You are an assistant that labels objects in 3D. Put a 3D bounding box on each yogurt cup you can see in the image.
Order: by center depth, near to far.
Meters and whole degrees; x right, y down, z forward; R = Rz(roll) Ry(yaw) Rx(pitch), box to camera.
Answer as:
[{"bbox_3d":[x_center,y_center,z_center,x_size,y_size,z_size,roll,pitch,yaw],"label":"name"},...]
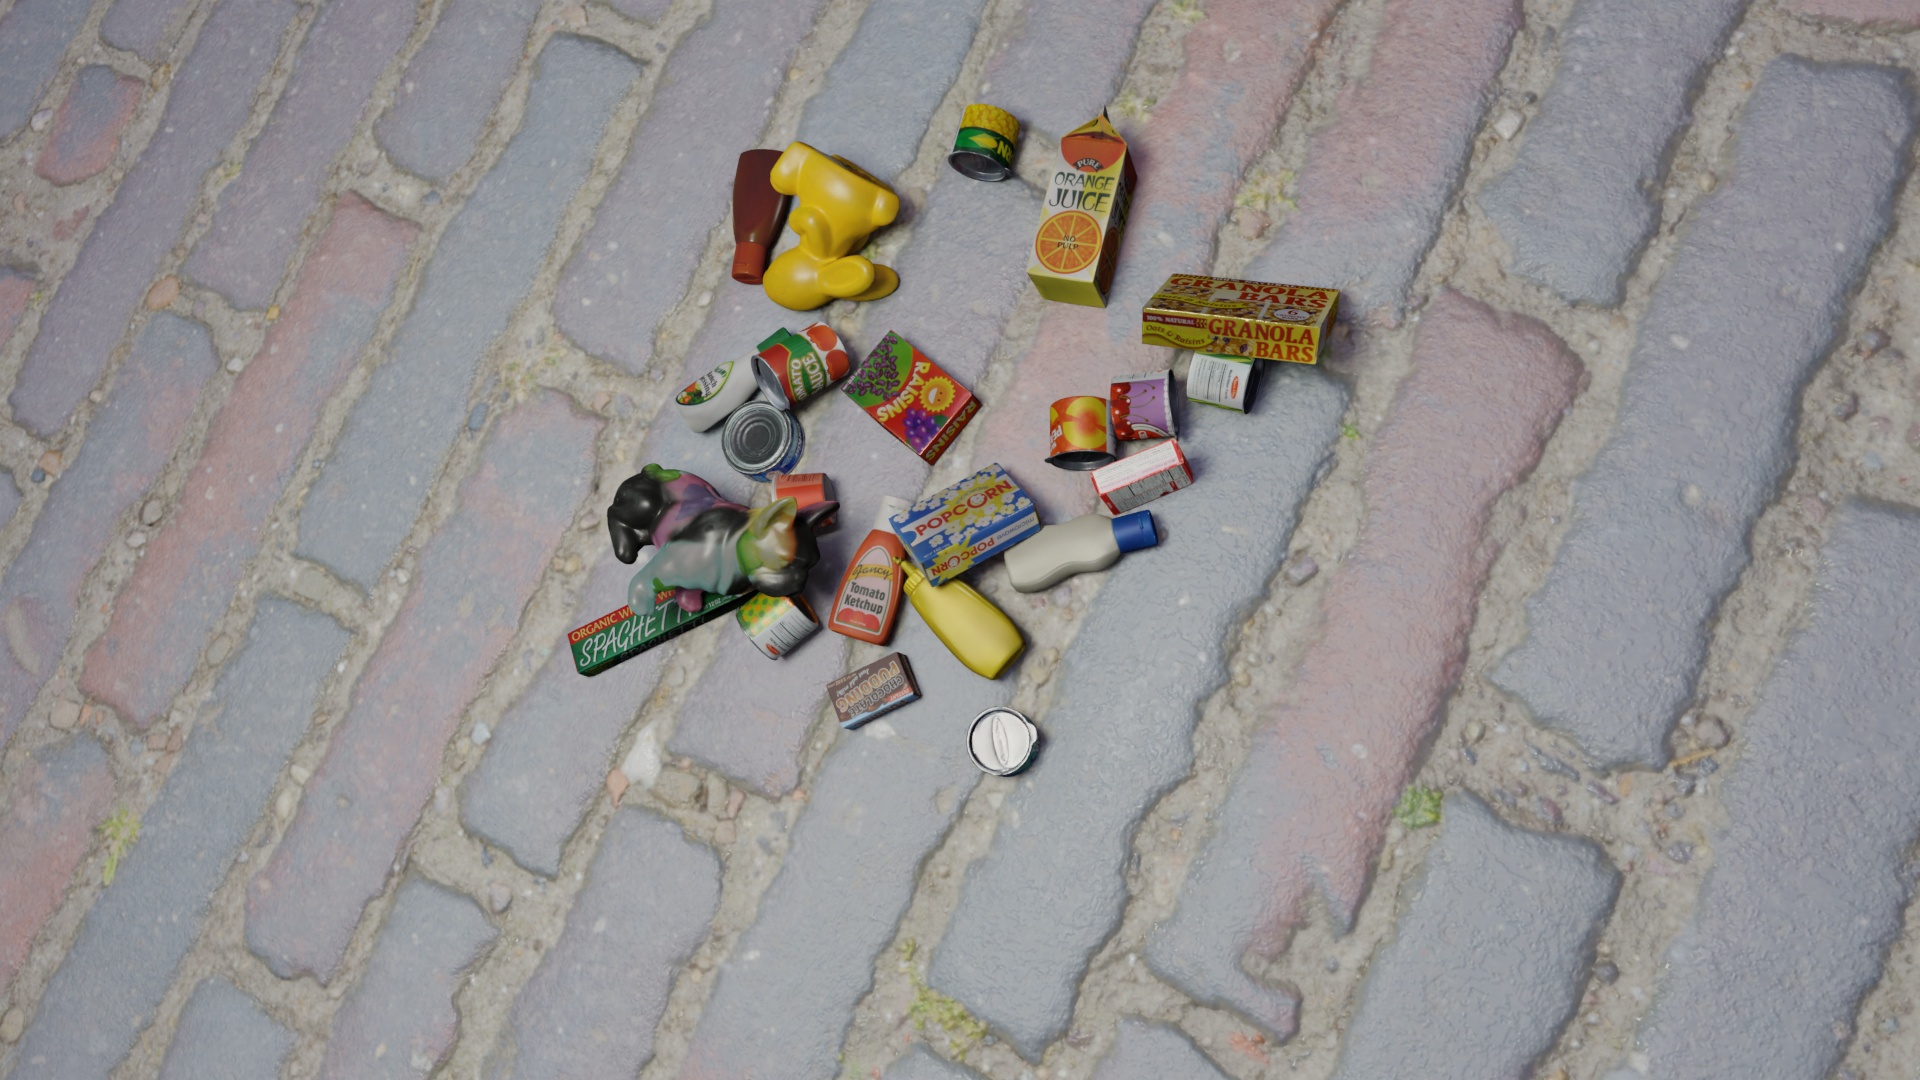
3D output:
[{"bbox_3d":[-0.162,-0.039,1.447,0.054,0.072,0.072,-10,74,7],"label":"yogurt cup"}]

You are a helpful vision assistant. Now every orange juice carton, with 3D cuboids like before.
[{"bbox_3d":[0.131,-0.345,1.427,0.073,0.071,0.193,11,81,19],"label":"orange juice carton"}]

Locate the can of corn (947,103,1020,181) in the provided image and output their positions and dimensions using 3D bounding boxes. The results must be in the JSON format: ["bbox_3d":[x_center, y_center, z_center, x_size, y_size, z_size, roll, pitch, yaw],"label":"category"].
[{"bbox_3d":[0.028,-0.424,1.483,0.071,0.071,0.058,12,81,20],"label":"can of corn"}]

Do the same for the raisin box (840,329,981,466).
[{"bbox_3d":[-0.052,-0.150,1.453,0.123,0.040,0.086,40,90,23],"label":"raisin box"}]

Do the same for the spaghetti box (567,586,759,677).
[{"bbox_3d":[-0.304,0.074,1.480,0.250,0.028,0.050,-25,70,10],"label":"spaghetti box"}]

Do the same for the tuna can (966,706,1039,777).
[{"bbox_3d":[0.044,0.194,1.340,0.071,0.033,0.071,-4,76,16],"label":"tuna can"}]

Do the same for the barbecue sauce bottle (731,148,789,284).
[{"bbox_3d":[-0.228,-0.363,1.559,0.065,0.043,0.149,4,78,18],"label":"barbecue sauce bottle"}]

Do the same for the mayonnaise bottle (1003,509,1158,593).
[{"bbox_3d":[0.118,0.005,1.361,0.148,0.041,0.065,-15,66,12],"label":"mayonnaise bottle"}]

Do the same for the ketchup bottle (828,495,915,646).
[{"bbox_3d":[-0.084,0.029,1.415,0.065,0.043,0.149,16,81,8],"label":"ketchup bottle"}]

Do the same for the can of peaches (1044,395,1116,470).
[{"bbox_3d":[0.118,-0.106,1.373,0.071,0.071,0.058,-3,75,17],"label":"can of peaches"}]

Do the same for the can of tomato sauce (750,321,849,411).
[{"bbox_3d":[-0.167,-0.183,1.466,0.083,0.070,0.071,-32,67,-22],"label":"can of tomato sauce"}]

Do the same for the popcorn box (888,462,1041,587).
[{"bbox_3d":[0.005,-0.017,1.367,0.127,0.038,0.085,-28,41,-9],"label":"popcorn box"}]

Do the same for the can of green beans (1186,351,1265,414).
[{"bbox_3d":[0.257,-0.160,1.345,0.058,0.071,0.071,16,82,21],"label":"can of green beans"}]

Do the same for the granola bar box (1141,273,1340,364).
[{"bbox_3d":[0.268,-0.214,1.328,0.165,0.125,0.039,10,119,19],"label":"granola bar box"}]

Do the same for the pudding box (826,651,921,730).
[{"bbox_3d":[-0.087,0.151,1.393,0.083,0.030,0.050,-26,72,10],"label":"pudding box"}]

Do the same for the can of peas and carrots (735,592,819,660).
[{"bbox_3d":[-0.188,0.078,1.424,0.058,0.071,0.071,-38,69,5],"label":"can of peas and carrots"}]

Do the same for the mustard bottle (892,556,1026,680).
[{"bbox_3d":[-0.008,0.067,1.373,0.160,0.048,0.065,43,89,16],"label":"mustard bottle"}]

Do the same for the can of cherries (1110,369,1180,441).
[{"bbox_3d":[0.181,-0.129,1.361,0.058,0.071,0.071,-5,75,16],"label":"can of cherries"}]

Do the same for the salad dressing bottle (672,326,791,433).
[{"bbox_3d":[-0.241,-0.176,1.512,0.147,0.044,0.064,-35,37,0],"label":"salad dressing bottle"}]
